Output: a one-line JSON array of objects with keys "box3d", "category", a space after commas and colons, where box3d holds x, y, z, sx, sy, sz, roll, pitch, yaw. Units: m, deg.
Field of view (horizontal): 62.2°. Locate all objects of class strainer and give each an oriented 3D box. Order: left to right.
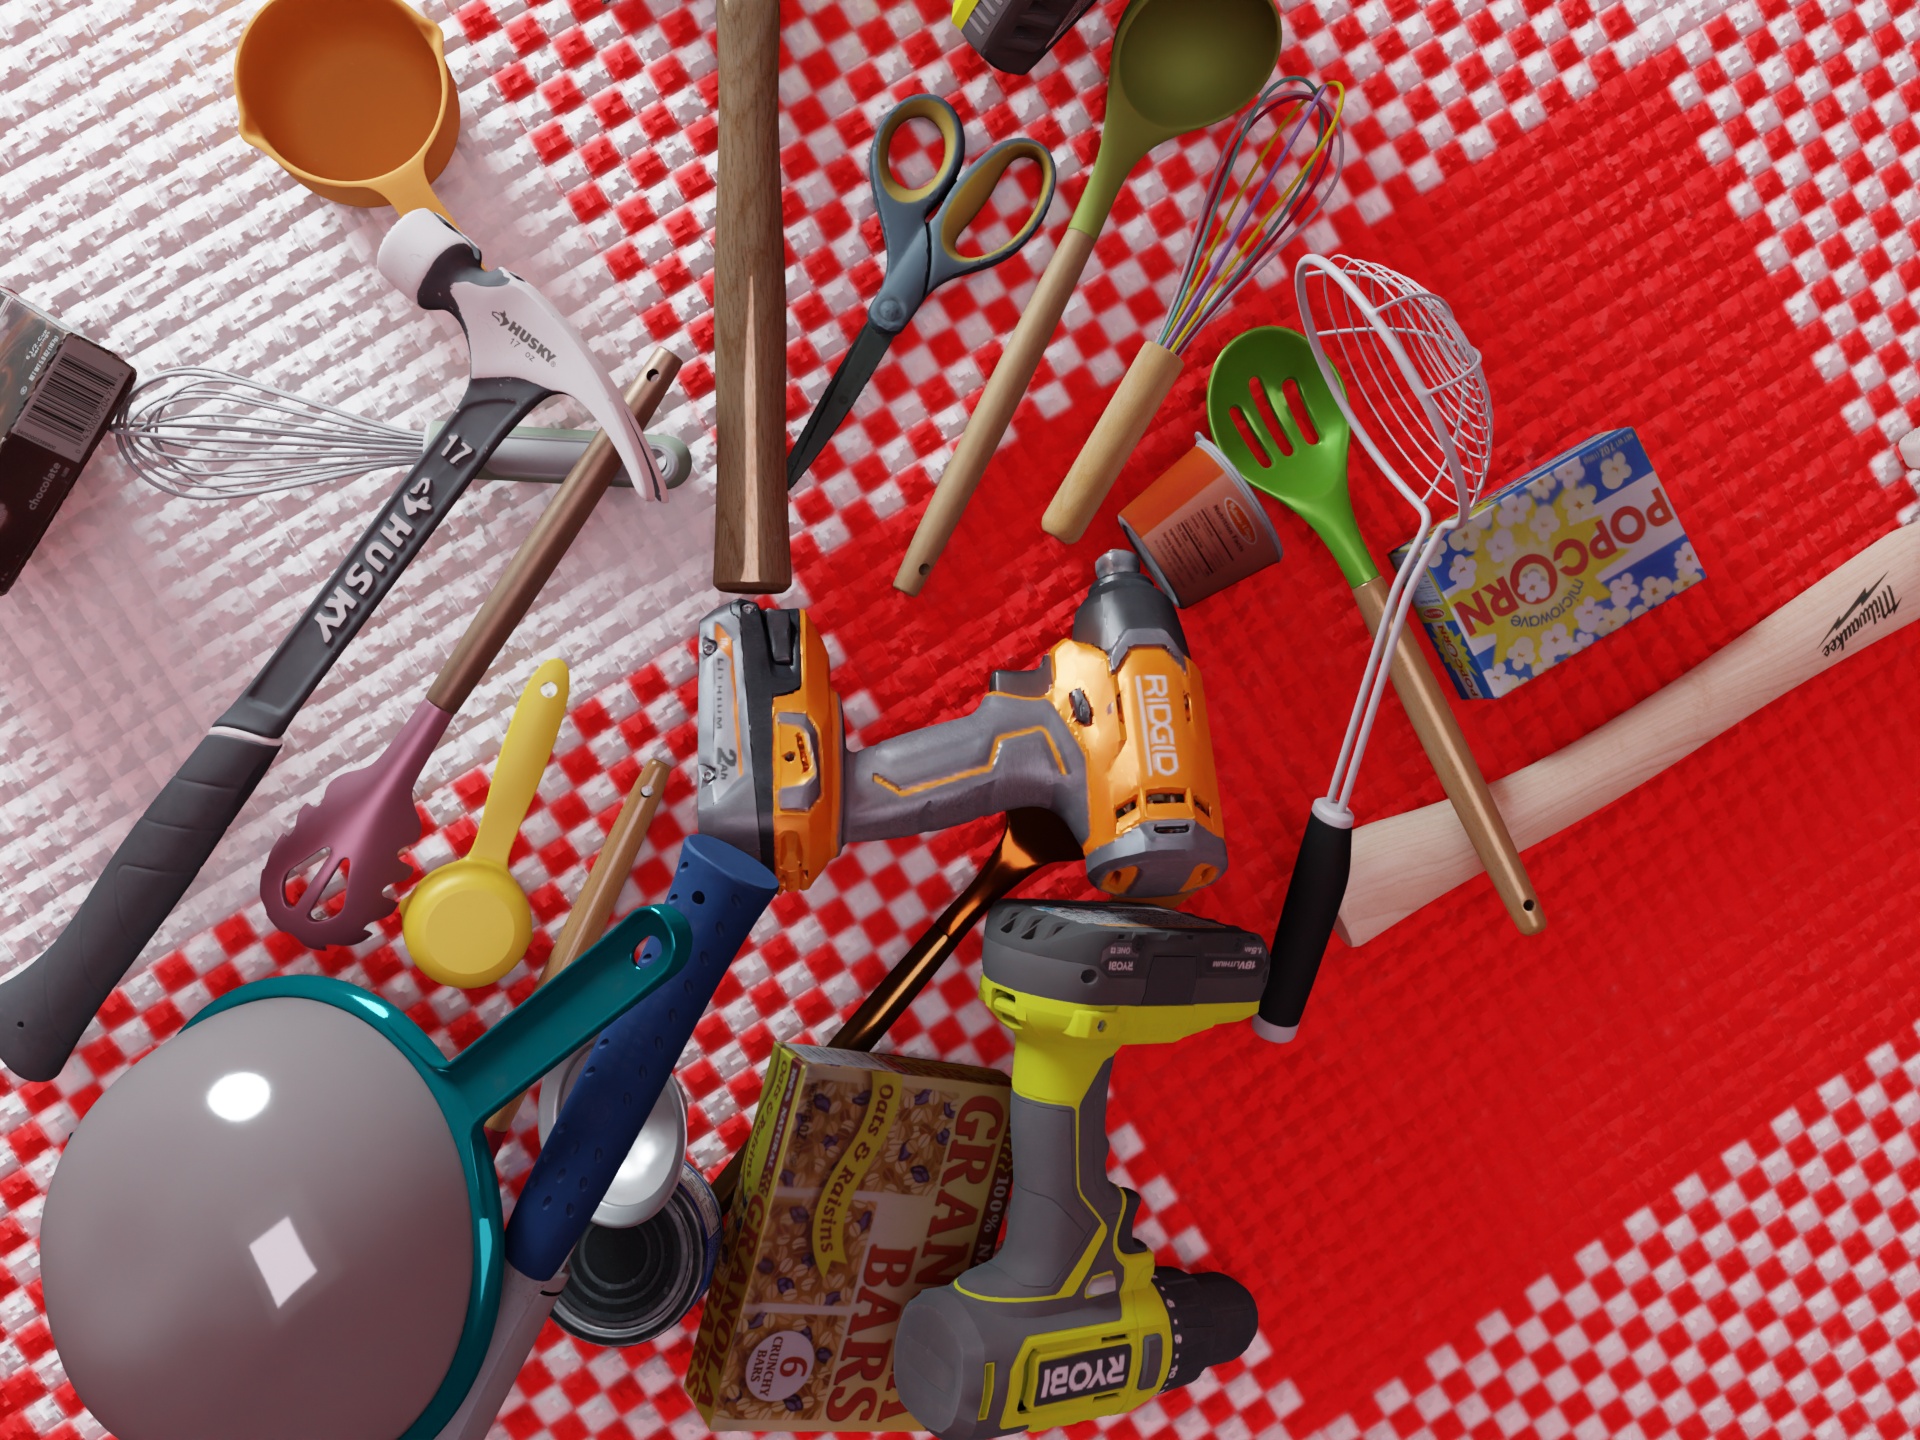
[{"box3d": [-0.246, 0.174, 0.614, 0.340, 0.095, 0.211, -38, 73, 18], "category": "strainer"}, {"box3d": [-0.176, 0.232, 0.692, 0.087, 0.050, 0.258, 31, 96, 30], "category": "strainer"}]

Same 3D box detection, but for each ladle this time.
[{"box3d": [-0.206, 0.162, 0.731, 0.069, 0.031, 0.315, 25, 87, -9], "category": "ladle"}, {"box3d": [0.051, -0.200, 0.736, 0.078, 0.062, 0.320, 25, 92, -36], "category": "ladle"}]

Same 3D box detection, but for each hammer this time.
[{"box3d": [-0.285, -0.006, 0.671, 0.149, 0.036, 0.409, 40, 99, 2], "category": "hammer"}, {"box3d": [-0.178, 0.234, 0.654, 0.144, 0.035, 0.405, 32, 99, 20], "category": "hammer"}, {"box3d": [-0.098, -0.223, 0.720, 0.130, 0.031, 0.331, 0, 89, -7], "category": "hammer"}, {"box3d": [0.365, 0.005, 0.794, 0.410, 0.038, 0.146, -29, 97, -5], "category": "hammer"}]

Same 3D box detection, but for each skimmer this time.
[{"box3d": [0.154, -0.016, 0.706, 0.090, 0.127, 0.363, 5, 113, -12], "category": "skimmer"}]

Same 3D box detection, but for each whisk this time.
[{"box3d": [-0.244, -0.121, 0.706, 0.246, 0.059, 0.057, 1, 104, -12], "category": "whisk"}, {"box3d": [0.108, -0.191, 0.742, 0.047, 0.051, 0.245, 35, 96, 37], "category": "whisk"}]

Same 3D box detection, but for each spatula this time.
[{"box3d": [-0.022, 0.118, 0.756, 0.081, 0.041, 0.322, 41, 91, -6], "category": "spatula"}]

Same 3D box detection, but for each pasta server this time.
[{"box3d": [-0.215, -0.030, 0.706, 0.060, 0.040, 0.316, 33, 91, -8], "category": "pasta server"}]

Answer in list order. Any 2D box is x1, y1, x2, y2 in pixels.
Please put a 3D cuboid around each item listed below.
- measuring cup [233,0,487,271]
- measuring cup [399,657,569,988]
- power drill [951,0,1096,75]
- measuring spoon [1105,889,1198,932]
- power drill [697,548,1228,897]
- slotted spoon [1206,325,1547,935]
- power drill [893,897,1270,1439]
[{"box3d": [-0.242, -0.234, 0.699, 0.095, 0.052, 0.173, -32, 98, -5], "category": "measuring cup"}, {"box3d": [-0.206, 0.047, 0.720, 0.062, 0.029, 0.156, 19, 89, -20], "category": "measuring cup"}, {"box3d": [-0.022, -0.397, 0.685, 0.223, 0.080, 0.171, 40, 59, -7], "category": "power drill"}, {"box3d": [0.071, 0.097, 0.774, 0.117, 0.011, 0.021, -28, 102, -9], "category": "measuring spoon"}, {"box3d": [-0.001, -0.002, 0.710, 0.226, 0.084, 0.164, -1, 65, -6], "category": "power drill"}, {"box3d": [0.202, -0.041, 0.756, 0.070, 0.031, 0.314, -25, 87, -5], "category": "slotted spoon"}, {"box3d": [0.072, 0.202, 0.723, 0.190, 0.080, 0.228, 7, 92, -36], "category": "power drill"}]
